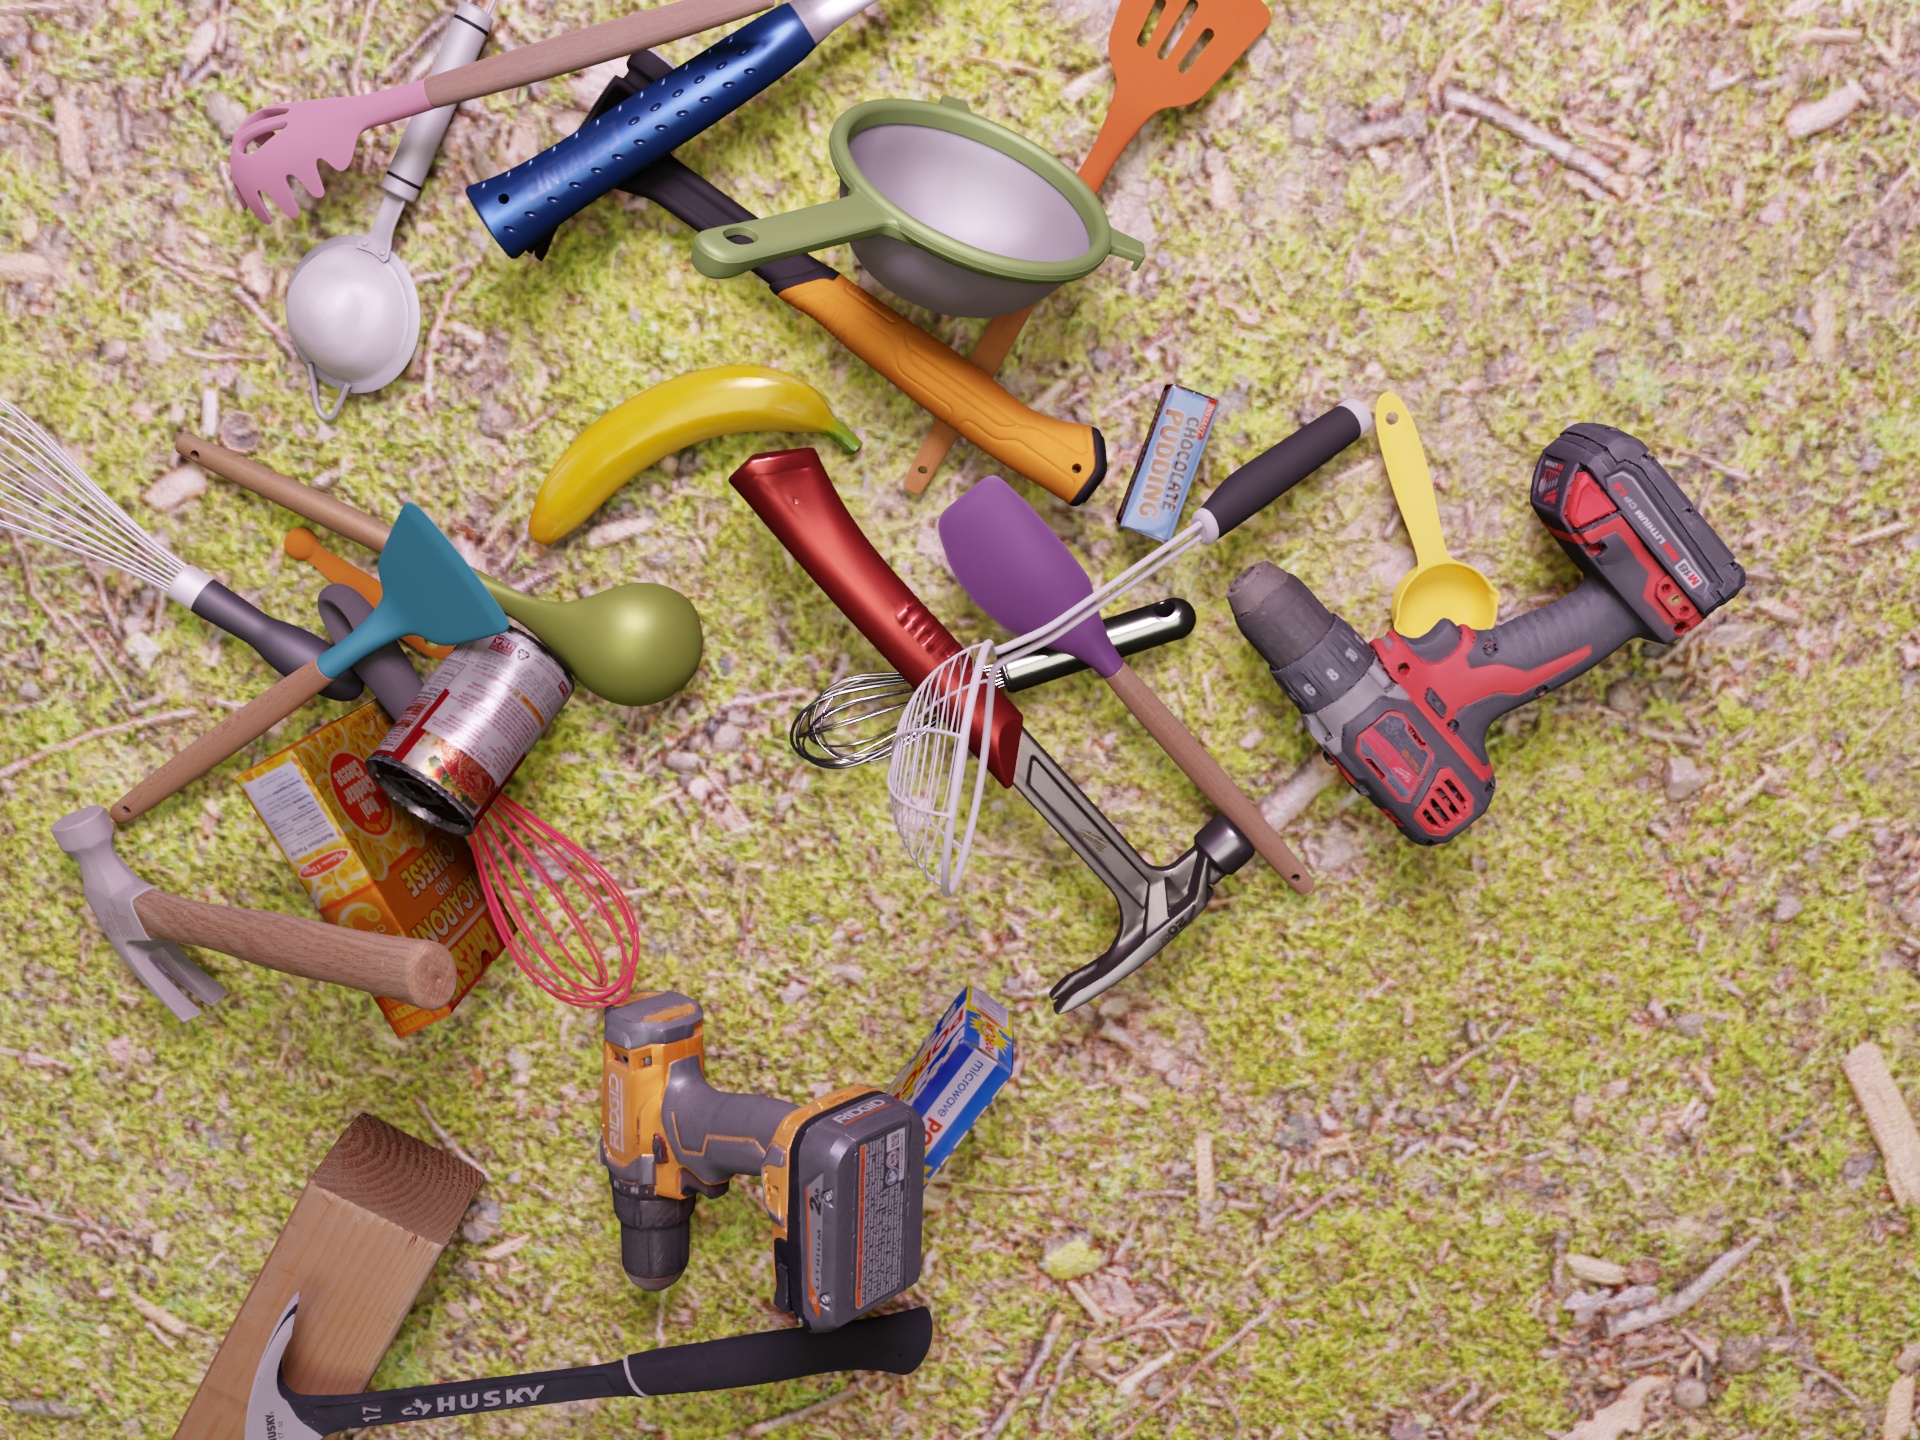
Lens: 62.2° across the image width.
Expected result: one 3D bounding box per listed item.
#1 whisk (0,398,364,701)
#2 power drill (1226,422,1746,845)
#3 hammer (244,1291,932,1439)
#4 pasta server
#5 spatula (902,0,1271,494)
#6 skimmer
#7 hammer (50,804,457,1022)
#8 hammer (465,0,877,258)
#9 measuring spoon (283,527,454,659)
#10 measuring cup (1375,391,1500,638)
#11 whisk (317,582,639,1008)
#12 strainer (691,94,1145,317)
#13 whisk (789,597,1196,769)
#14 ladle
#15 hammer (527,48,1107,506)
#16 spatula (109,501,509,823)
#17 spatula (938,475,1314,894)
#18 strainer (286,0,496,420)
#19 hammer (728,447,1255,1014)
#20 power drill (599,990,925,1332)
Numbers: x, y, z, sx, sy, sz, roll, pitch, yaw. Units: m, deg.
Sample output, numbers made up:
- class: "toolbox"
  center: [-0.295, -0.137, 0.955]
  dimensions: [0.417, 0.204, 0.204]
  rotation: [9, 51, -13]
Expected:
- class: "whisk"
  center: [-0.467, -0.094, 0.905]
  dimensions: [0.284, 0.070, 0.070]
  rotation: [34, 101, -12]
- class: "power drill"
  center: [0.276, -0.063, 0.863]
  dimensions: [0.226, 0.080, 0.188]
  rotation: [-41, 99, 12]
- class: "hammer"
  center: [-0.217, 0.397, 0.970]
  dimensions: [0.409, 0.036, 0.149]
  rotation: [-2, 111, -15]
- class: "pasta server"
  center: [-0.242, -0.322, 0.813]
  dimensions: [0.316, 0.040, 0.060]
  rotation: [-11, 66, 12]
- class: "spatula"
  center: [0.054, -0.266, 0.875]
  dimensions: [0.081, 0.041, 0.322]
  rotation: [30, 106, -5]
- class: "skimmer"
  center: [0.103, -0.051, 0.828]
  dimensions: [0.363, 0.127, 0.090]
  rotation: [-36, 66, -18]
- class: "hammer"
  center: [-0.385, 0.121, 0.870]
  dimensions: [0.331, 0.031, 0.130]
  rotation: [3, 118, 37]
- class: "hammer"
  center: [-0.069, -0.359, 0.817]
  dimensions: [0.405, 0.035, 0.144]
  rotation: [-32, 93, 1]
- class: "measuring spoon"
  center: [-0.345, -0.072, 0.927]
  dimensions: [0.117, 0.011, 0.021]
  rotation: [38, 101, -7]
- class: "measuring cup"
  center: [0.260, -0.111, 0.905]
  dimensions: [0.062, 0.029, 0.156]
  rotation: [-18, 100, 5]
- class: "whisk"
  center: [-0.282, 0.045, 0.930]
  dimensions: [0.073, 0.073, 0.296]
  rotation: [-33, 96, 8]
- class: "strainer"
  center: [-0.037, -0.229, 0.779]
  dimensions: [0.151, 0.256, 0.069]
  rotation: [44, 136, 17]
- class: "whisk"
  center: [0.019, -0.024, 0.921]
  dimensions: [0.246, 0.058, 0.059]
  rotation: [-18, 137, 2]
- class: "ladle"
  center: [-0.298, -0.095, 0.912]
  dimensions: [0.320, 0.062, 0.078]
  rotation: [25, 119, 2]
- class: "hammer"
  center: [-0.068, -0.216, 0.860]
  dimensions: [0.337, 0.034, 0.127]
  rotation: [34, 93, -2]
- class: "spatula"
  center: [-0.380, -0.015, 0.894]
  dimensions: [0.317, 0.044, 0.082]
  rotation: [-31, 105, 20]
- class: "spatula"
  center: [0.101, -0.009, 0.905]
  dimensions: [0.060, 0.018, 0.315]
  rotation: [-39, 107, 17]
- class: "strainer"
  center: [-0.310, -0.284, 0.866]
  dimensions: [0.087, 0.050, 0.258]
  rotation: [29, 99, 9]
- class: "hammer"
  center: [-0.001, -0.003, 0.882]
  dimensions: [0.149, 0.037, 0.359]
  rotation: [-41, 103, 6]
- class: "power drill"
  center: [-0.128, 0.272, 0.922]
  dimensions: [0.226, 0.084, 0.185]
  rotation: [12, 105, 40]
